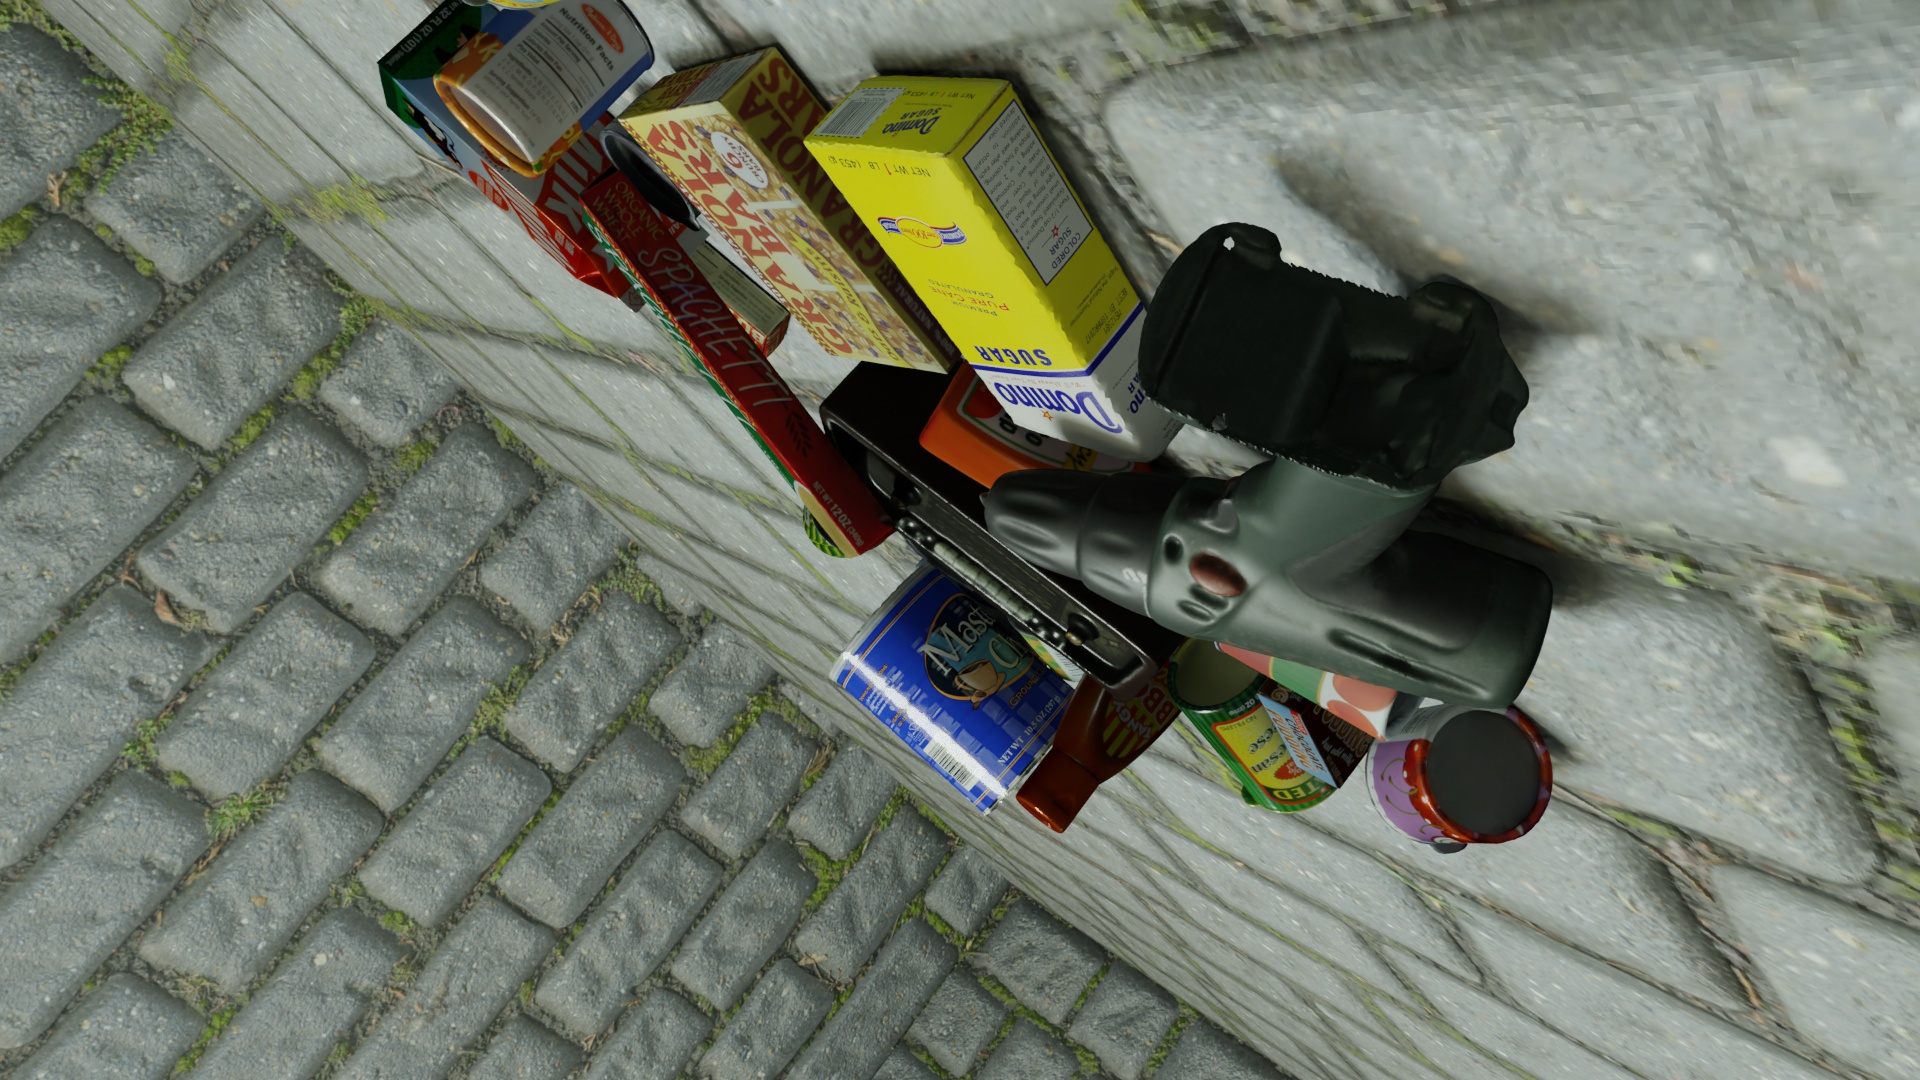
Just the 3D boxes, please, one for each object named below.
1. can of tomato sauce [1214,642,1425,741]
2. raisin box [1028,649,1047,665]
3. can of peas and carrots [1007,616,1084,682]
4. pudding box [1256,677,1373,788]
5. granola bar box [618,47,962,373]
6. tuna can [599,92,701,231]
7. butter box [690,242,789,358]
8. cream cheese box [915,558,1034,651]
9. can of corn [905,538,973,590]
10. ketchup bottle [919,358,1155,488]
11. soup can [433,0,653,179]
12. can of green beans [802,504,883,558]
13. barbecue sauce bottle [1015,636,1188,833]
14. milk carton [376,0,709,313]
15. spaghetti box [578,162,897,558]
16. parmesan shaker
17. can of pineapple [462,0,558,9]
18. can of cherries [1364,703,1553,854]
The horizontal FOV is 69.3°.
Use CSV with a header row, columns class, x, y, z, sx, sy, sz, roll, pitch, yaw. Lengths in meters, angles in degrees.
class,x,y,z,sx,sy,sz,roll,pitch,yaw
can of tomato sauce,0.165,0.041,0.611,0.083,0.071,0.071,30,164,29
raisin box,0.032,0.099,1.107,0.040,0.086,0.123,33,165,18
can of peas and carrots,0.071,0.046,0.884,0.071,0.071,0.058,24,160,46
pudding box,0.191,0.088,0.729,0.030,0.050,0.083,28,162,43
granola bar box,-0.075,-0.156,0.672,0.165,0.039,0.124,48,164,-31
tuna can,-0.156,-0.203,0.745,0.071,0.033,0.071,37,166,11
butter box,-0.158,-0.163,0.896,0.103,0.024,0.053,40,166,-3
cream cheese box,0.024,0.028,0.968,0.104,0.053,0.024,33,166,25
can of corn,0.003,-0.011,0.887,0.071,0.058,0.071,36,166,11
ketchup bottle,0.056,-0.034,0.677,0.149,0.065,0.043,32,140,-3
soup can,-0.204,-0.229,0.680,0.071,0.084,0.071,37,166,11
can of green beans,-0.086,-0.021,1.074,0.071,0.071,0.057,41,166,-7
barbecue sauce bottle,0.092,0.108,0.845,0.064,0.149,0.043,45,165,-22
milk carton,-0.242,-0.224,0.821,0.190,0.072,0.073,42,165,-11
spaghetti box,-0.124,-0.095,0.772,0.250,0.029,0.050,52,168,-5
parmesan shaker,0.167,0.101,0.787,0.103,0.071,0.071,48,164,-32
can of pineapple,-0.175,-0.251,0.564,0.058,0.071,0.071,20,156,53
can of cherries,0.235,0.112,0.653,0.071,0.071,0.058,39,165,1
